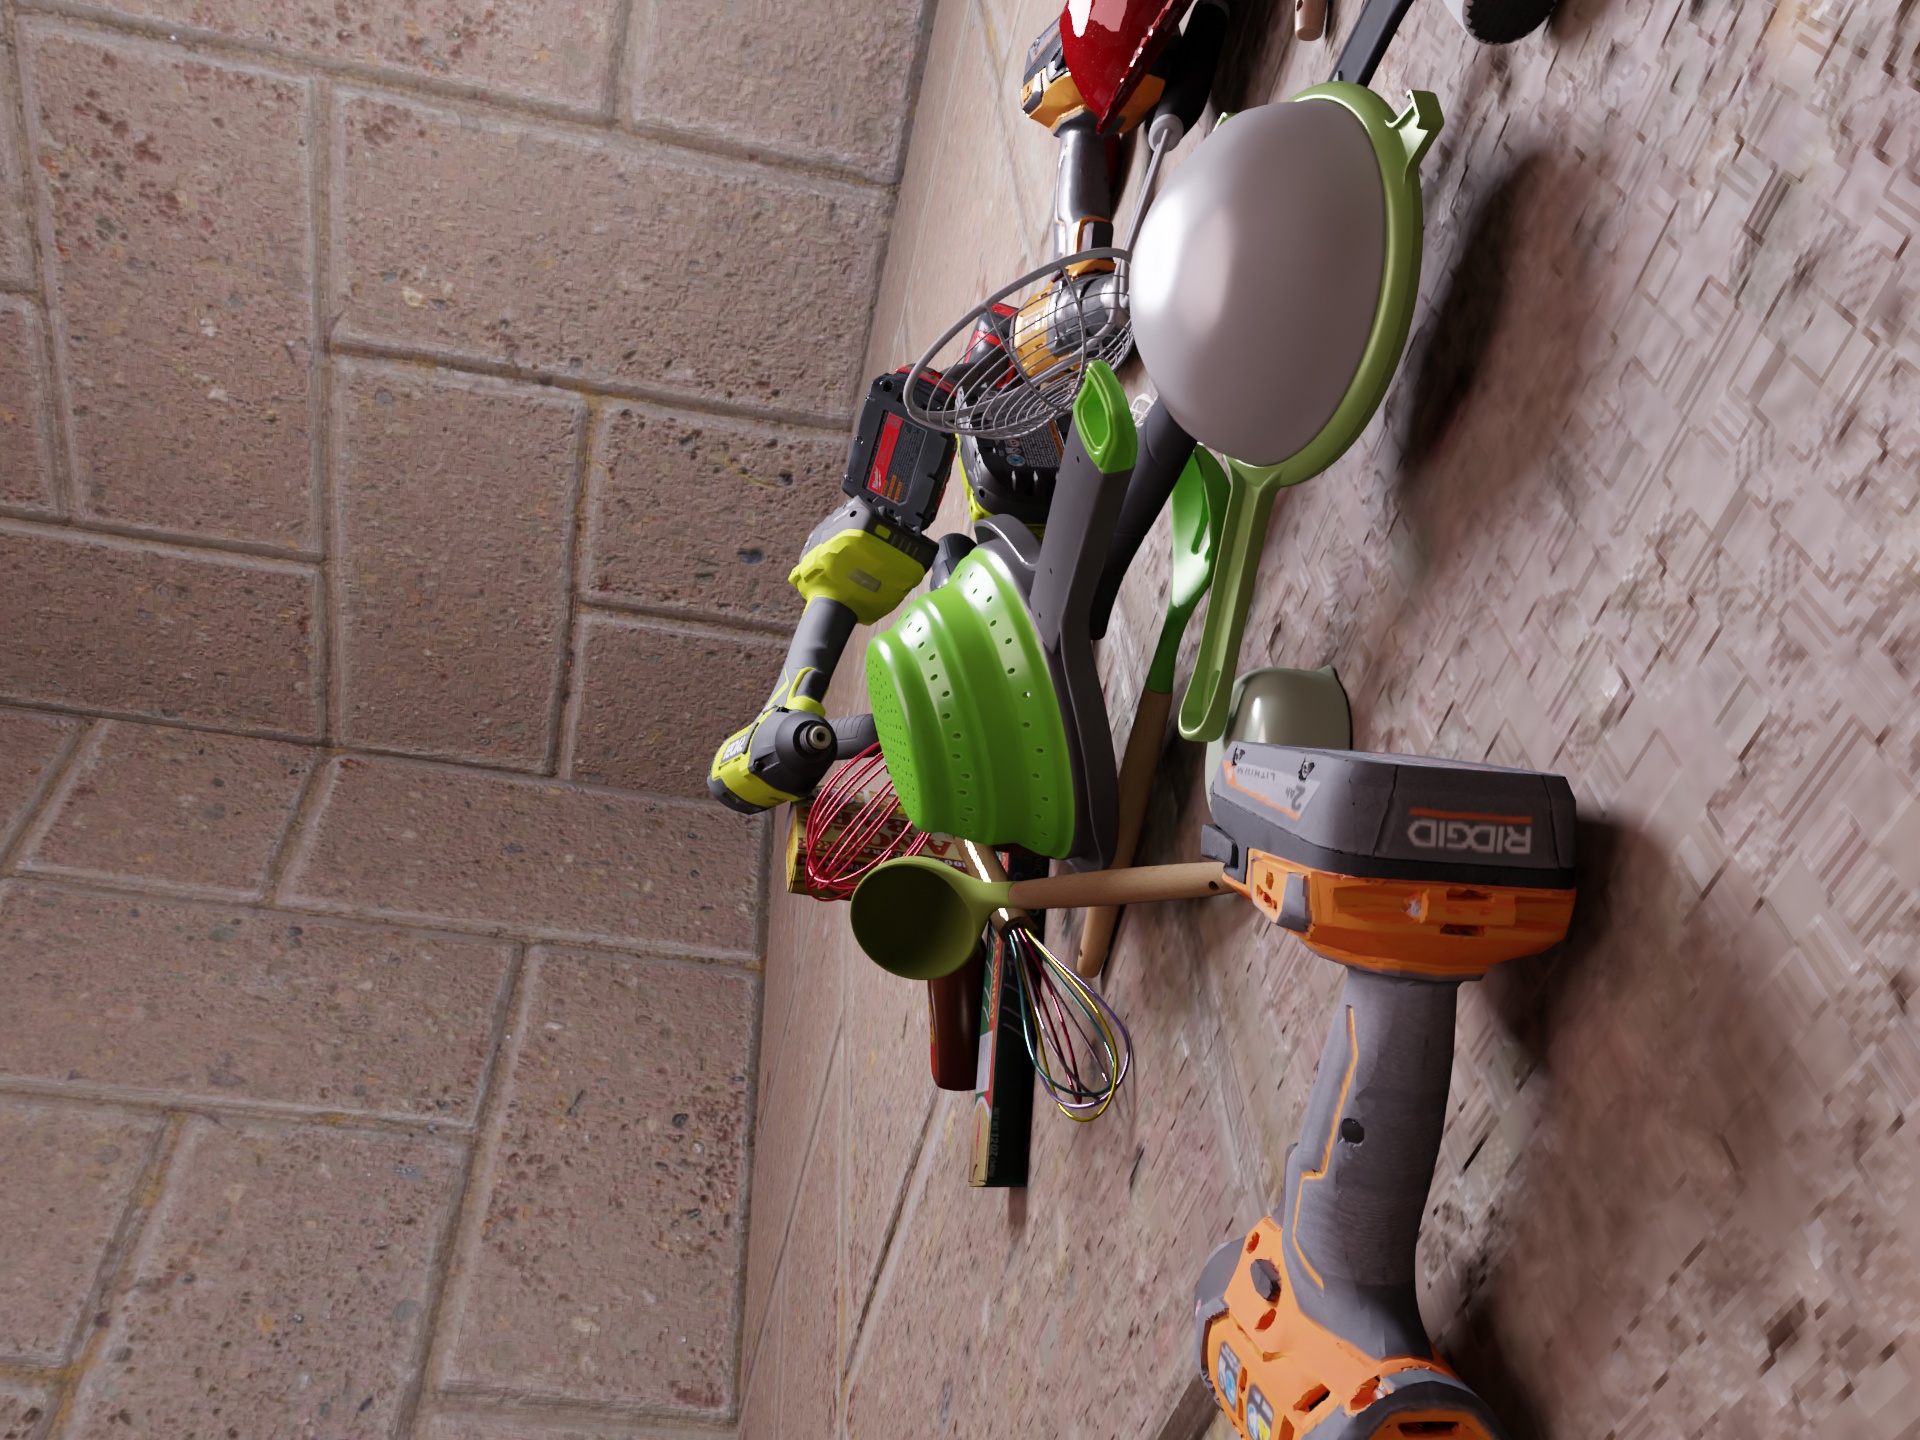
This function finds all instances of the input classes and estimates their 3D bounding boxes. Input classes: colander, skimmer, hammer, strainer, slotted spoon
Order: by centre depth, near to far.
[{"bbox_3d":[0.095,-0.116,0.612,0.152,0.069,0.256,-137,54,-64],"label":"strainer"},{"bbox_3d":[0.117,-0.182,0.711,0.408,0.036,0.149,115,150,-46],"label":"hammer"},{"bbox_3d":[0.012,-0.037,0.789,0.396,0.094,0.205,100,153,-64],"label":"colander"},{"bbox_3d":[0.070,-0.283,0.826,0.127,0.090,0.363,-45,21,55],"label":"skimmer"},{"bbox_3d":[0.099,0.005,0.844,0.070,0.031,0.313,-109,27,-62],"label":"slotted spoon"},{"bbox_3d":[-0.043,0.007,1.192,0.331,0.033,0.128,-7,96,52],"label":"hammer"}]

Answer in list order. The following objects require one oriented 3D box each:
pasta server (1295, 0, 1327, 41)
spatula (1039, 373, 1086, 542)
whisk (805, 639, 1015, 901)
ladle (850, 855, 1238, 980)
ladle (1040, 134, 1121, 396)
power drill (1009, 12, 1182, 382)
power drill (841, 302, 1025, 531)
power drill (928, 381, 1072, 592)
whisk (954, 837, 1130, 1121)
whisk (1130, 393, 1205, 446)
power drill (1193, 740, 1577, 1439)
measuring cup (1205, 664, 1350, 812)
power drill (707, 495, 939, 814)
[{"bbox_3d":[0.176,-0.485,0.779,0.060,0.040,0.316,168,109,-68],"label":"pasta server"},{"bbox_3d":[0.054,-0.135,1.234,0.315,0.018,0.060,107,154,-44],"label":"spatula"},{"bbox_3d":[-0.002,-0.003,1.008,0.296,0.073,0.073,-51,1,-18],"label":"whisk"},{"bbox_3d":[0.037,0.097,0.825,0.062,0.078,0.320,-39,12,-29],"label":"ladle"},{"bbox_3d":[0.080,-0.305,1.206,0.069,0.031,0.315,-96,16,-62],"label":"ladle"},{"bbox_3d":[0.090,-0.340,1.032,0.185,0.084,0.226,-160,74,-74],"label":"power drill"},{"bbox_3d":[-0.007,-0.249,1.313,0.220,0.078,0.143,-49,-16,-51],"label":"power drill"},{"bbox_3d":[0.022,-0.133,1.185,0.228,0.080,0.191,103,161,-44],"label":"power drill"},{"bbox_3d":[0.037,0.138,0.919,0.245,0.051,0.047,-119,27,-54],"label":"whisk"},{"bbox_3d":[0.102,-0.167,0.933,0.059,0.057,0.246,-46,12,4],"label":"whisk"},{"bbox_3d":[0.118,0.123,0.500,0.164,0.084,0.226,-167,82,-81],"label":"power drill"},{"bbox_3d":[0.118,0.006,0.694,0.168,0.038,0.083,-131,50,-74],"label":"measuring cup"},{"bbox_3d":[-0.101,-0.045,1.169,0.171,0.080,0.223,-24,41,62],"label":"power drill"}]
